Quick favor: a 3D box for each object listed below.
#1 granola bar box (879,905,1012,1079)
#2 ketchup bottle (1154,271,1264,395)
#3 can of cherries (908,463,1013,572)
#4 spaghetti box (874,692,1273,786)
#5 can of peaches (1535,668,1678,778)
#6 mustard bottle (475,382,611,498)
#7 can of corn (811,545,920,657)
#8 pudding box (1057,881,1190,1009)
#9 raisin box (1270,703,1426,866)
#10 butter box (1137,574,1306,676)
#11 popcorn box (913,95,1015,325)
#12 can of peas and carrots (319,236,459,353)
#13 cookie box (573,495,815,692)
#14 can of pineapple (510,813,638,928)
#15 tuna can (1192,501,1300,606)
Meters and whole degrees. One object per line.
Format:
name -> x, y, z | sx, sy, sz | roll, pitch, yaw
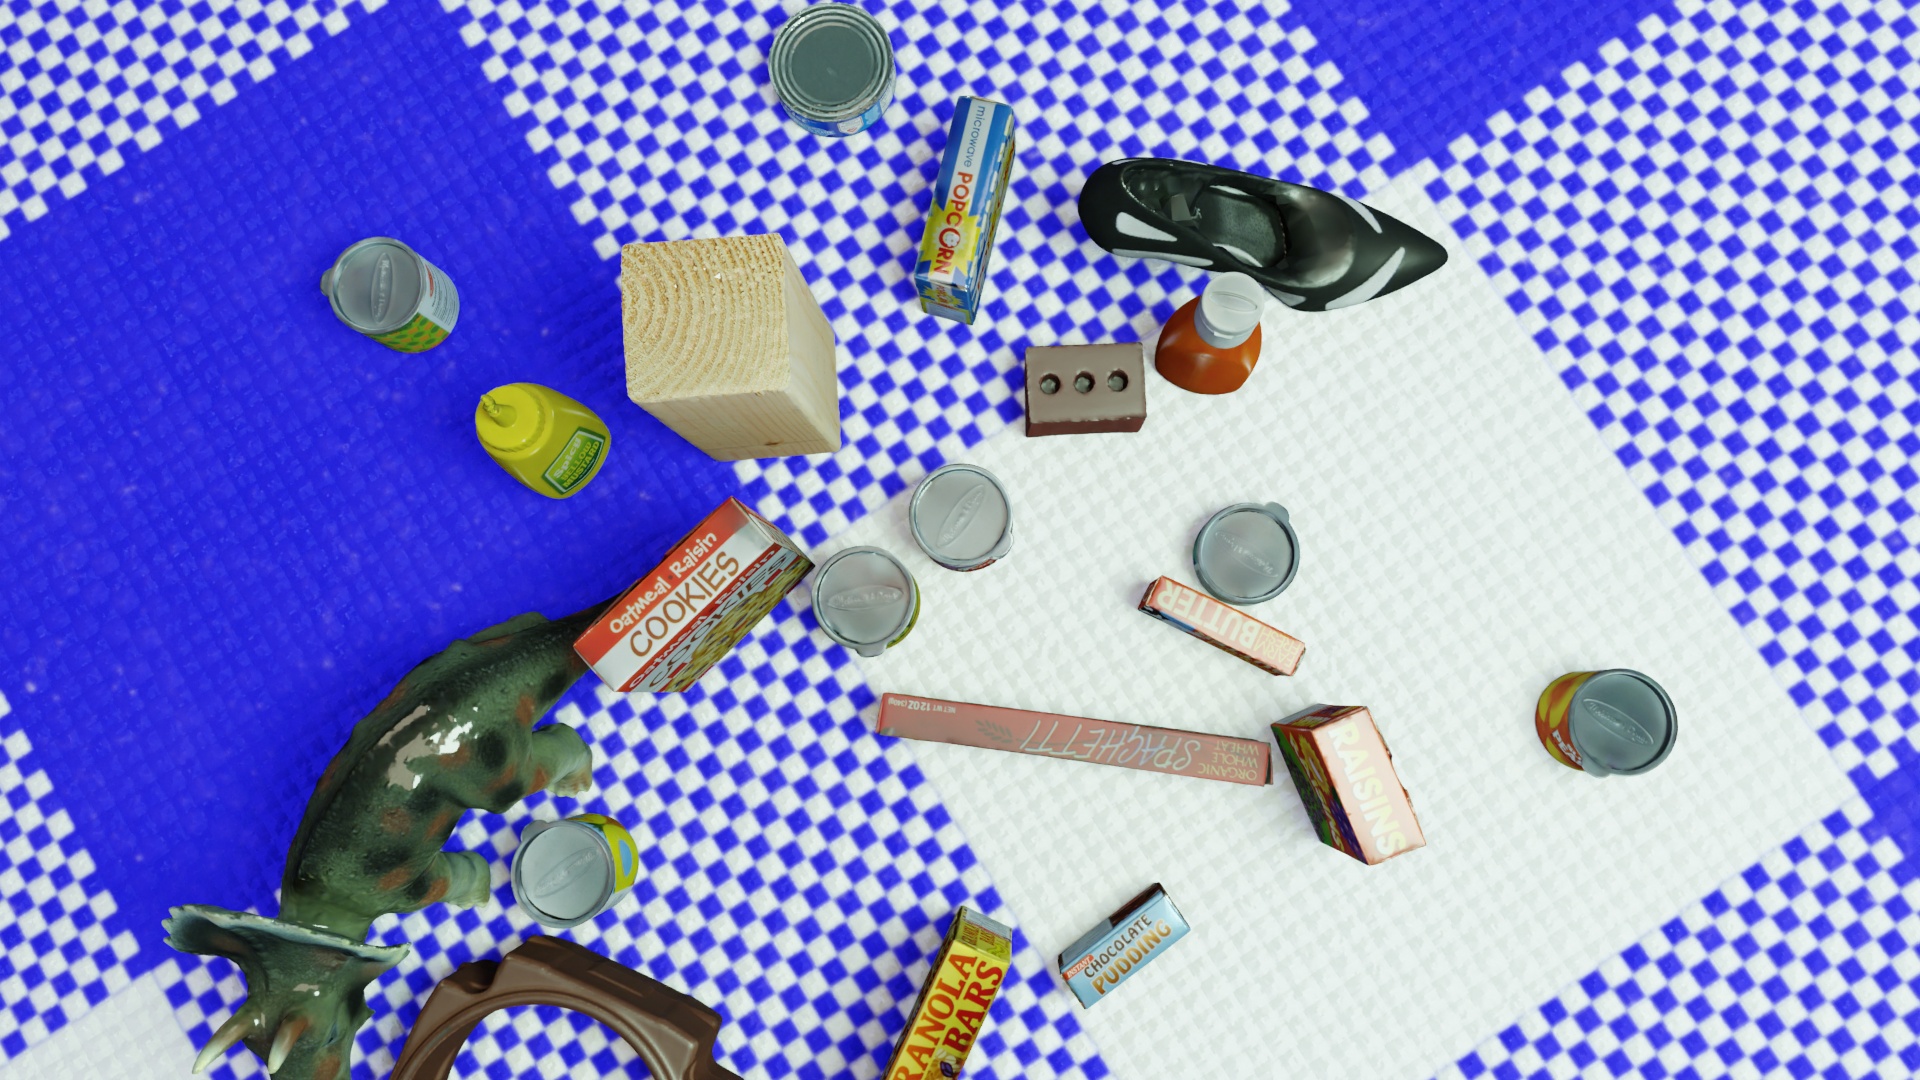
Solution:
granola bar box -> -0.021, 0.310, 0.834 | 0.039, 0.124, 0.165 | 25, 85, 5
ketchup bottle -> 0.159, -0.128, 0.867 | 0.065, 0.148, 0.043 | 15, 85, 4
can of cherries -> 0.003, -0.011, 0.905 | 0.071, 0.058, 0.071 | 0, 83, 2
spaghetti box -> 0.072, 0.127, 0.890 | 0.250, 0.050, 0.028 | 7, 84, 3
can of peaches -> 0.403, 0.116, 0.874 | 0.071, 0.058, 0.071 | 0, 83, 2
mustard bottle -> -0.267, -0.067, 0.871 | 0.049, 0.160, 0.065 | 34, 86, 5
can of corn -> -0.060, 0.041, 0.901 | 0.071, 0.058, 0.071 | 0, 83, 2
pudding box -> 0.102, 0.253, 0.874 | 0.084, 0.049, 0.030 | -37, 84, -2
raisin box -> 0.233, 0.145, 0.844 | 0.040, 0.123, 0.086 | -22, 83, 0
butter box -> 0.167, 0.055, 0.893 | 0.103, 0.053, 0.024 | 26, 85, 5
popcorn box -> 0.004, -0.216, 0.916 | 0.038, 0.085, 0.127 | 13, 84, 4
can of peas and carrots -> -0.384, -0.164, 0.938 | 0.071, 0.058, 0.071 | 0, 83, 2
cookie box -> -0.157, 0.037, 0.850 | 0.123, 0.167, 0.040 | -44, 84, -3
can of pineapple -> -0.246, 0.208, 0.889 | 0.071, 0.058, 0.071 | 0, 83, 2
tuna can -> 0.187, 0.008, 0.908 | 0.071, 0.033, 0.071 | 0, 83, 2
